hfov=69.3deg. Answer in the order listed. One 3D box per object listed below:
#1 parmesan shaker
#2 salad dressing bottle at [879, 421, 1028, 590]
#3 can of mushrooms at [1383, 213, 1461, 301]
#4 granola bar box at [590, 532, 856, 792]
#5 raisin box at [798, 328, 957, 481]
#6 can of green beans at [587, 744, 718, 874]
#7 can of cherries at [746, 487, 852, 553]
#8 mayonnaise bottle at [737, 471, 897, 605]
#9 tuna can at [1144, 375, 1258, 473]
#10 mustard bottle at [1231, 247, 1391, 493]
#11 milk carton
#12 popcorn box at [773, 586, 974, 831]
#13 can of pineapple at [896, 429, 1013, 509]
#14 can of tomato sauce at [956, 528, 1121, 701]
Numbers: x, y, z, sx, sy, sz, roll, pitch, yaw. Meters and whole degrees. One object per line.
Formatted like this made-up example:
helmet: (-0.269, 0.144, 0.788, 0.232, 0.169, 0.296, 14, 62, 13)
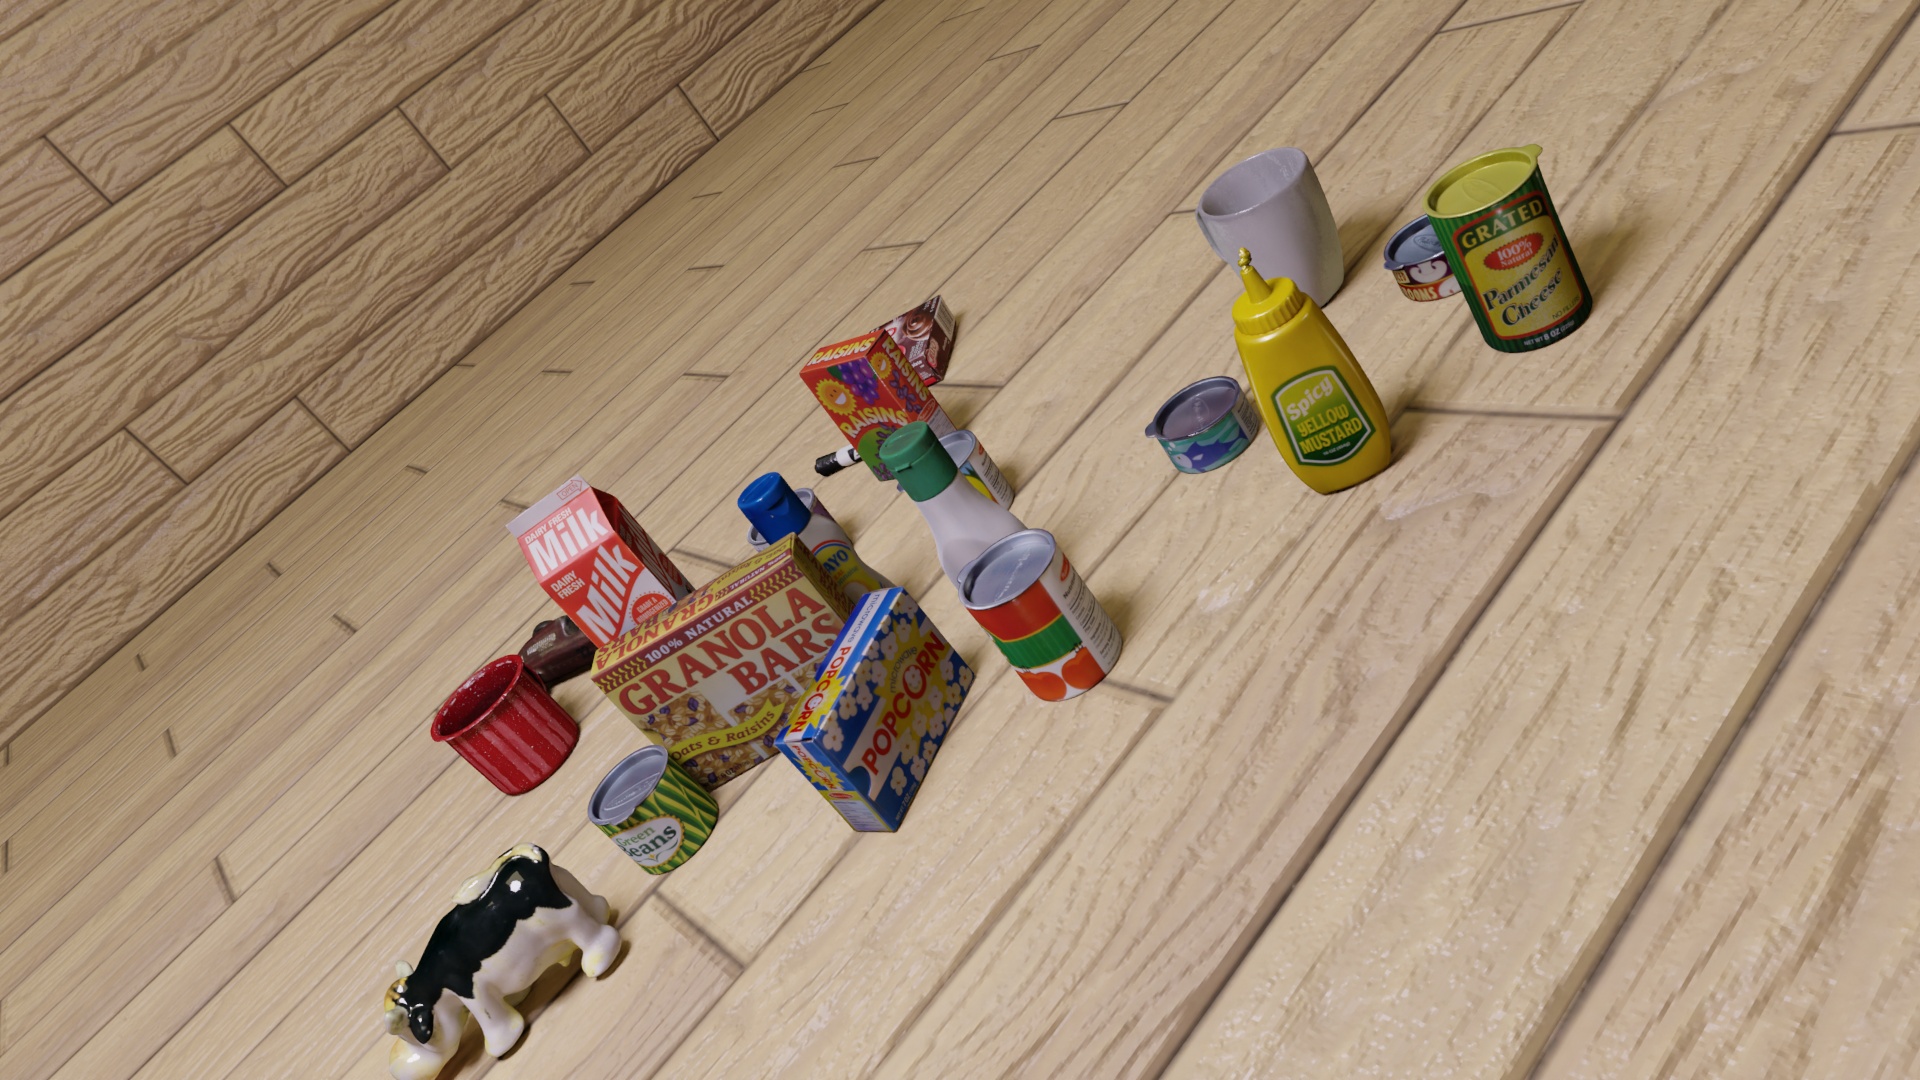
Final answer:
parmesan shaker: (0.327, -0.172, 0.821, 0.071, 0.103, 0.072, -28, 28, 17)
salad dressing bottle: (0.003, -0.011, 0.897, 0.064, 0.147, 0.044, -19, 32, 31)
can of mushrooms: (0.321, -0.192, 0.937, 0.071, 0.033, 0.071, -28, 28, 17)
granola bar box: (-0.145, 0.086, 0.941, 0.165, 0.124, 0.039, -31, 28, 11)
raisin box: (-0.065, -0.111, 1.158, 0.086, 0.123, 0.040, -7, 40, 44)
can of green beans: (-0.206, 0.182, 0.935, 0.071, 0.057, 0.071, -28, 28, 17)
can of cherries: (-0.130, -0.001, 1.132, 0.071, 0.058, 0.072, -28, 28, 17)
mayonnaise bottle: (-0.097, 0.018, 0.967, 0.065, 0.147, 0.041, -46, 28, -18)
tuna can: (0.163, -0.077, 0.939, 0.071, 0.032, 0.071, -28, 28, 17)
mustard bottle: (0.194, -0.101, 0.802, 0.065, 0.159, 0.049, -27, 29, 19)
milk carton: (-0.263, 0.037, 1.082, 0.072, 0.190, 0.074, -35, 27, 3)
popcorn box: (-0.049, 0.102, 0.848, 0.038, 0.085, 0.127, -12, 36, 40)
can of pineapple: (-0.003, -0.040, 1.047, 0.071, 0.057, 0.071, -28, 28, 17)
can of tomato sauce: (0.047, 0.045, 0.828, 0.071, 0.083, 0.071, -28, 28, 17)
